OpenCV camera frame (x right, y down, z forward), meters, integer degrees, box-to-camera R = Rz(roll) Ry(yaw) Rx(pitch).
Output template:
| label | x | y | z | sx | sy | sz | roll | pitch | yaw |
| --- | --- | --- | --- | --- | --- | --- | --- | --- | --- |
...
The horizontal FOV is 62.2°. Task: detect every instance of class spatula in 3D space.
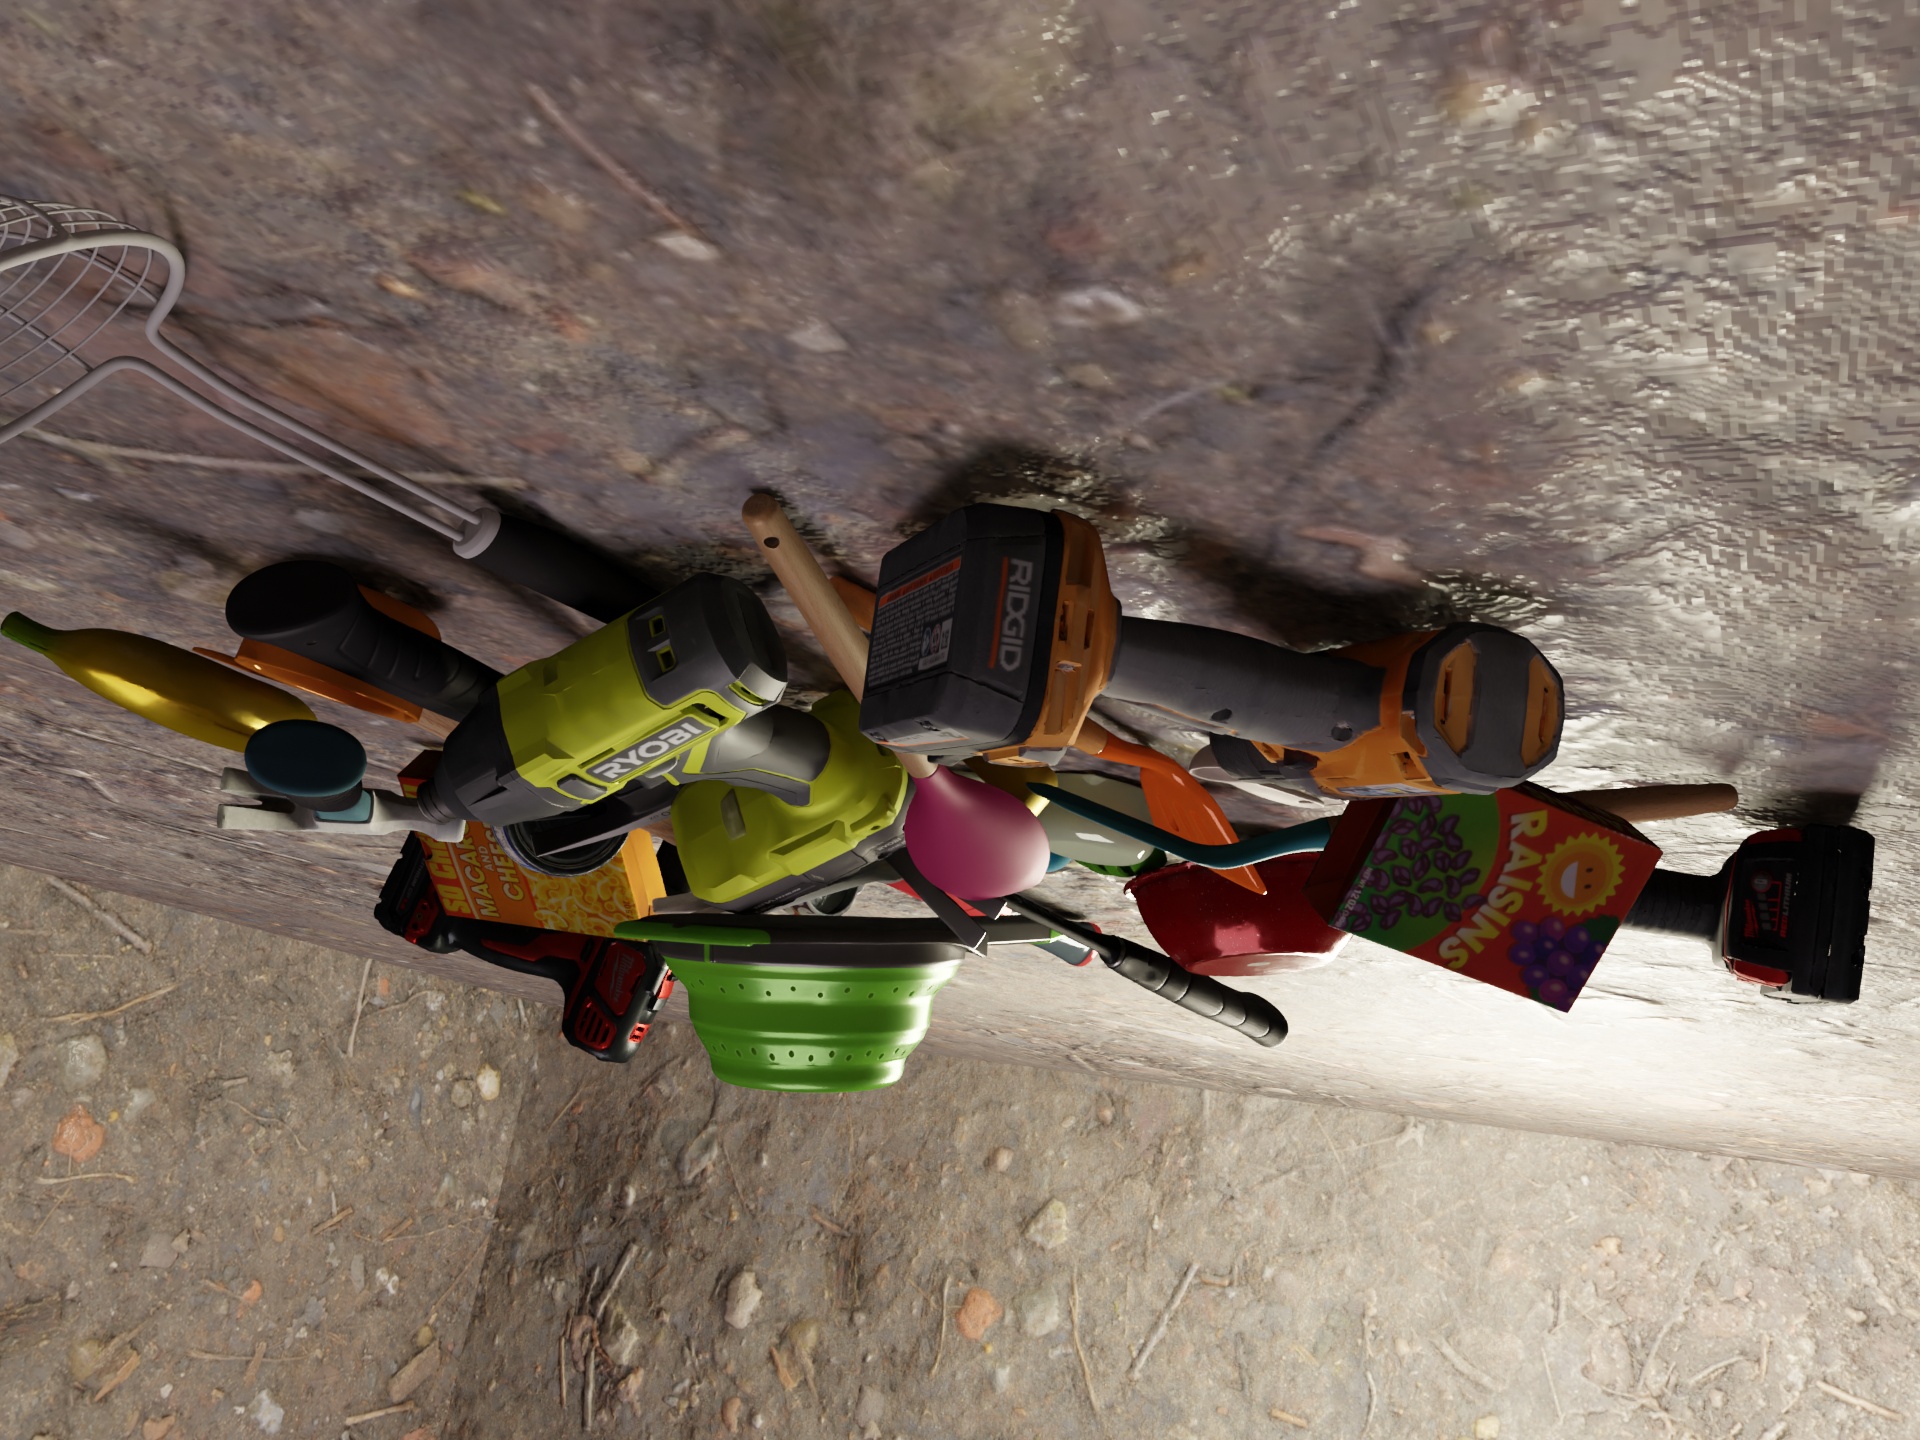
| label | x | y | z | sx | sy | sz | roll | pitch | yaw |
| --- | --- | --- | --- | --- | --- | --- | --- | --- | --- |
| spatula | 0.189 | 0.038 | 0.713 | 0.317 | 0.044 | 0.082 | -5 | -178 | -1 |
| spatula | 0.046 | 0.010 | 0.758 | 0.322 | 0.041 | 0.081 | 28 | 180 | -43 |

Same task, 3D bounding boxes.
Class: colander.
| label | x | y | z | sx | sy | sz | roll | pitch | yaw |
| --- | --- | --- | --- | --- | --- | --- | --- | --- | --- |
| colander | -0.042 | 0.170 | 0.990 | 0.204 | 0.094 | 0.396 | -1 | 174 | 34 |

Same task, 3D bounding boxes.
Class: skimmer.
| label | x | y | z | sx | sy | sz | roll | pitch | yaw |
| --- | --- | --- | --- | --- | --- | --- | --- | --- | --- |
| skimmer | -0.214 | -0.067 | 0.561 | 0.127 | 0.090 | 0.363 | -32 | 148 | 20 |

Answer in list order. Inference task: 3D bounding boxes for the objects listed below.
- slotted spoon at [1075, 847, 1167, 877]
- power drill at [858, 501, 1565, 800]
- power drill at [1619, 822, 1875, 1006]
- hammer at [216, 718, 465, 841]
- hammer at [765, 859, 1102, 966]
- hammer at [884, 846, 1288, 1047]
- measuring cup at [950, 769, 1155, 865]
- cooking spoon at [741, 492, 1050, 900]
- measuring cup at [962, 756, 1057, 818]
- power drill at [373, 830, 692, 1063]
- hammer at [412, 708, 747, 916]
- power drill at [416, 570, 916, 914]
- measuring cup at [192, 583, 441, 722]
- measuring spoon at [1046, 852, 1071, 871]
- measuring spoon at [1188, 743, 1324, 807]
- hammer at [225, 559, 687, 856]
| label | x | y | z | sx | sy | sz | roll | pitch | yaw |
| --- | --- | --- | --- | --- | --- | --- | --- | --- | --- |
| slotted spoon | 0.146 | 0.115 | 1.087 | 0.070 | 0.031 | 0.313 | 5 | 165 | 30 |
| power drill | 0.079 | -0.012 | 0.603 | 0.226 | 0.084 | 0.185 | 10 | 173 | -18 |
| power drill | 0.309 | 0.081 | 0.771 | 0.220 | 0.078 | 0.143 | 7 | 172 | 22 |
| hammer | -0.306 | 0.033 | 0.774 | 0.128 | 0.033 | 0.331 | 5 | 172 | -17 |
| hammer | 0.005 | 0.142 | 1.184 | 0.143 | 0.038 | 0.386 | -19 | 156 | 19 |
| hammer | 0.089 | 0.141 | 0.999 | 0.408 | 0.036 | 0.149 | 30 | -174 | -41 |
| measuring cup | 0.032 | 0.053 | 0.918 | 0.167 | 0.038 | 0.083 | 7 | 164 | 11 |
| cooking spoon | -0.025 | 0.007 | 0.703 | 0.069 | 0.017 | 0.318 | -16 | 143 | 11 |
| measuring cup | -0.001 | -0.002 | 0.768 | 0.156 | 0.029 | 0.062 | 45 | 179 | -44 |
| power drill | -0.303 | 0.129 | 1.200 | 0.227 | 0.188 | 0.080 | 25 | 178 | 12 |
| hammer | -0.224 | 0.034 | 0.931 | 0.331 | 0.130 | 0.031 | 31 | -163 | -36 |
| power drill | -0.124 | 0.022 | 0.740 | 0.171 | 0.080 | 0.223 | -27 | 155 | 15 |
| measuring cup | -0.328 | -0.044 | 0.791 | 0.174 | 0.052 | 0.095 | 11 | 168 | 38 |
| measuring spoon | 0.016 | 0.072 | 1.008 | 0.128 | 0.021 | 0.042 | 23 | 180 | -30 |
| measuring spoon | 0.157 | 0.028 | 0.815 | 0.034 | 0.018 | 0.124 | -3 | 166 | 37 |
| hammer | -0.215 | -0.001 | 0.750 | 0.146 | 0.035 | 0.334 | -22 | 159 | 12 |
